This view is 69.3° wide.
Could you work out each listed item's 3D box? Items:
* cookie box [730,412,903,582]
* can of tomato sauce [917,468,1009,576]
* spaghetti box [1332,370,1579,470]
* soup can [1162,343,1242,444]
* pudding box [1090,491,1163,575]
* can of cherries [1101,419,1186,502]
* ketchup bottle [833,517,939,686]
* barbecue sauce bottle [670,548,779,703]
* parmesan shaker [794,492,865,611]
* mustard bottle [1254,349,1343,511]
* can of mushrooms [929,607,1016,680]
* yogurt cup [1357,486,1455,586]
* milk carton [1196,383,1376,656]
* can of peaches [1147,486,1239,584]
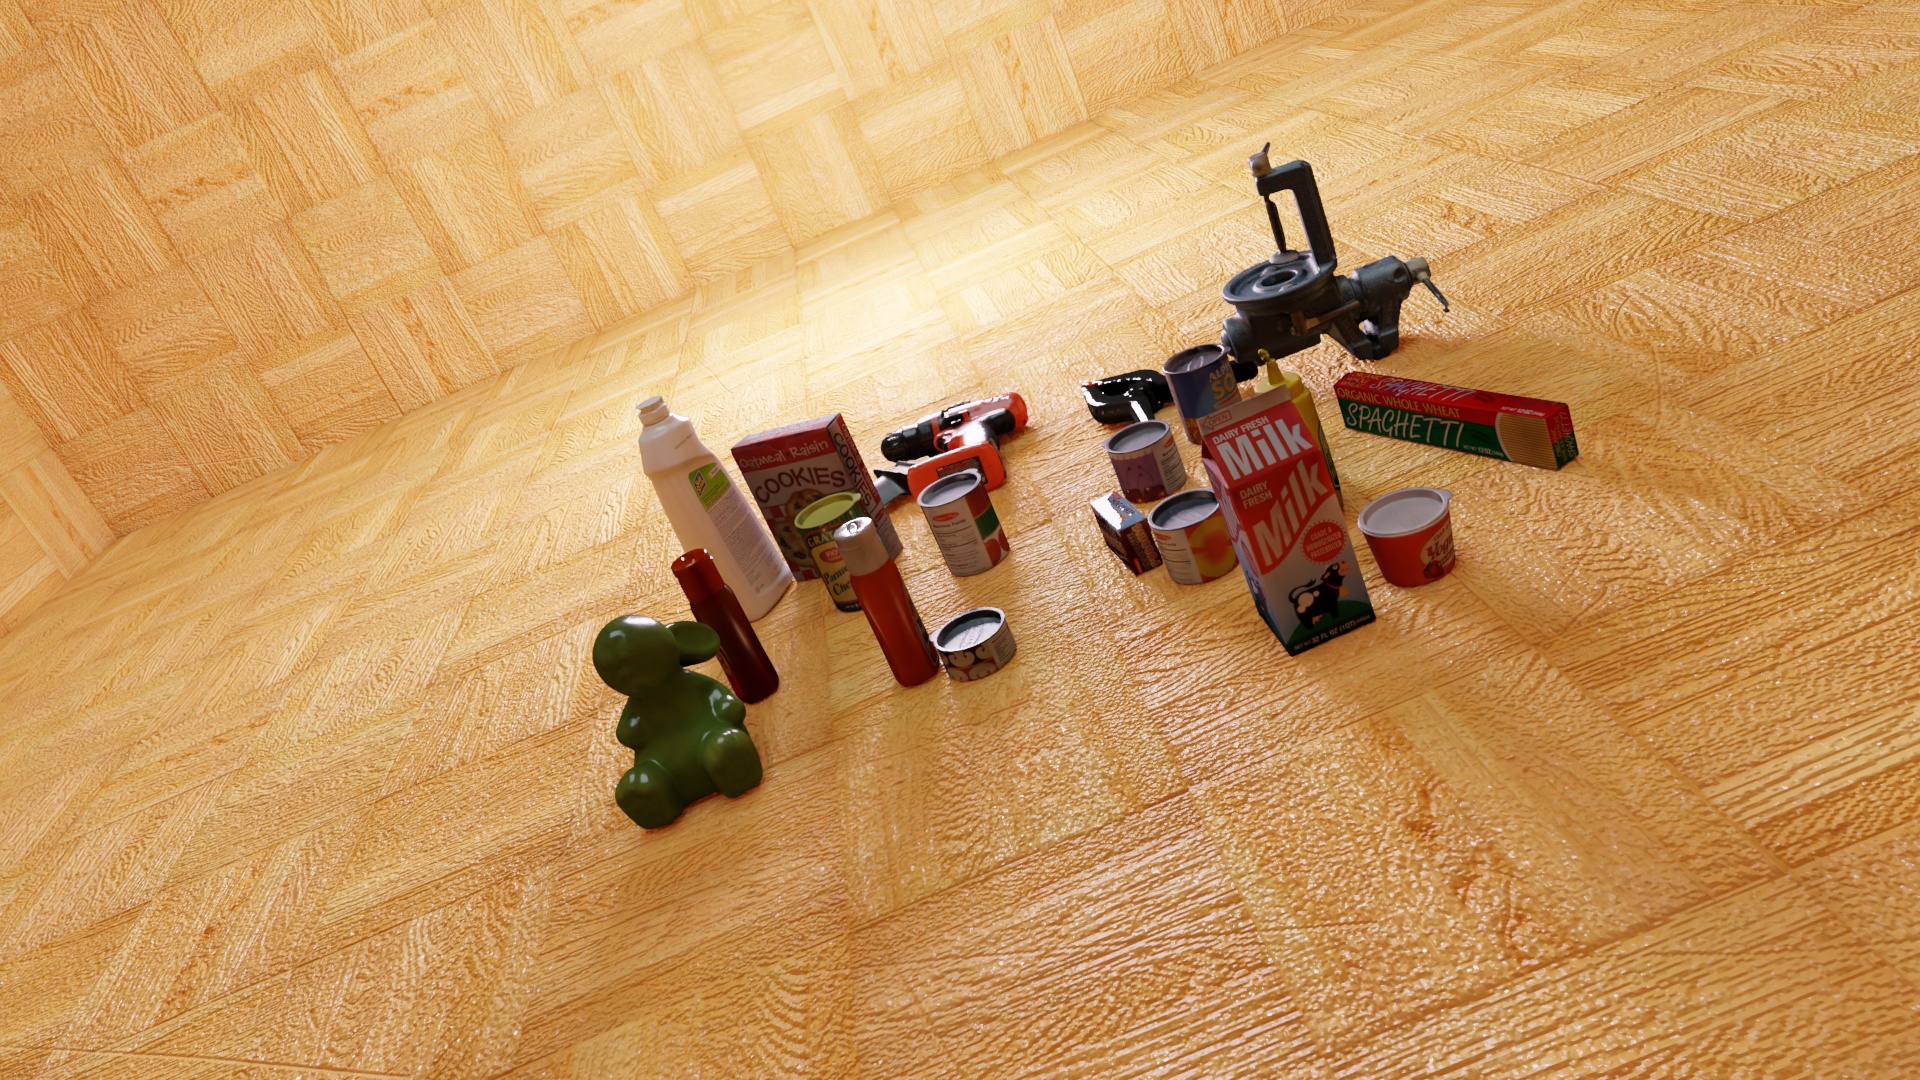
[{"bbox_3d":[-0.150,-0.043,1.458,0.123,0.167,0.040,-11,26,27],"label":"cookie box"},{"bbox_3d":[0.005,-0.017,1.366,0.071,0.082,0.071,-20,24,9],"label":"can of tomato sauce"},{"bbox_3d":[0.423,-0.108,1.213,0.029,0.050,0.250,-32,25,-18],"label":"spaghetti box"},{"bbox_3d":[0.253,-0.150,1.416,0.071,0.083,0.071,-20,24,9],"label":"soup can"},{"bbox_3d":[0.149,-0.008,1.254,0.030,0.049,0.084,-25,23,-4],"label":"pudding box"},{"bbox_3d":[0.180,-0.077,1.362,0.071,0.058,0.072,-20,24,9],"label":"can of cherries"},{"bbox_3d":[-0.065,0.052,1.202,0.043,0.148,0.065,-24,23,1],"label":"ketchup bottle"},{"bbox_3d":[-0.219,0.078,1.290,0.044,0.148,0.065,-29,24,-13],"label":"barbecue sauce bottle"},{"bbox_3d":[-0.112,0.011,1.389,0.071,0.102,0.071,-20,24,9],"label":"parmesan shaker"},{"bbox_3d":[0.280,-0.089,1.167,0.049,0.159,0.065,-15,25,19],"label":"mustard bottle"},{"bbox_3d":[0.011,0.089,1.197,0.071,0.033,0.071,-20,24,9],"label":"can of mushrooms"},{"bbox_3d":[0.343,-0.001,1.057,0.072,0.053,0.073,-20,24,9],"label":"yogurt cup"},{"bbox_3d":[0.235,-0.019,1.022,0.072,0.190,0.074,-23,23,2],"label":"milk carton"},{"bbox_3d":[0.203,-0.004,1.187,0.071,0.058,0.071,-20,24,9],"label":"can of peaches"}]
